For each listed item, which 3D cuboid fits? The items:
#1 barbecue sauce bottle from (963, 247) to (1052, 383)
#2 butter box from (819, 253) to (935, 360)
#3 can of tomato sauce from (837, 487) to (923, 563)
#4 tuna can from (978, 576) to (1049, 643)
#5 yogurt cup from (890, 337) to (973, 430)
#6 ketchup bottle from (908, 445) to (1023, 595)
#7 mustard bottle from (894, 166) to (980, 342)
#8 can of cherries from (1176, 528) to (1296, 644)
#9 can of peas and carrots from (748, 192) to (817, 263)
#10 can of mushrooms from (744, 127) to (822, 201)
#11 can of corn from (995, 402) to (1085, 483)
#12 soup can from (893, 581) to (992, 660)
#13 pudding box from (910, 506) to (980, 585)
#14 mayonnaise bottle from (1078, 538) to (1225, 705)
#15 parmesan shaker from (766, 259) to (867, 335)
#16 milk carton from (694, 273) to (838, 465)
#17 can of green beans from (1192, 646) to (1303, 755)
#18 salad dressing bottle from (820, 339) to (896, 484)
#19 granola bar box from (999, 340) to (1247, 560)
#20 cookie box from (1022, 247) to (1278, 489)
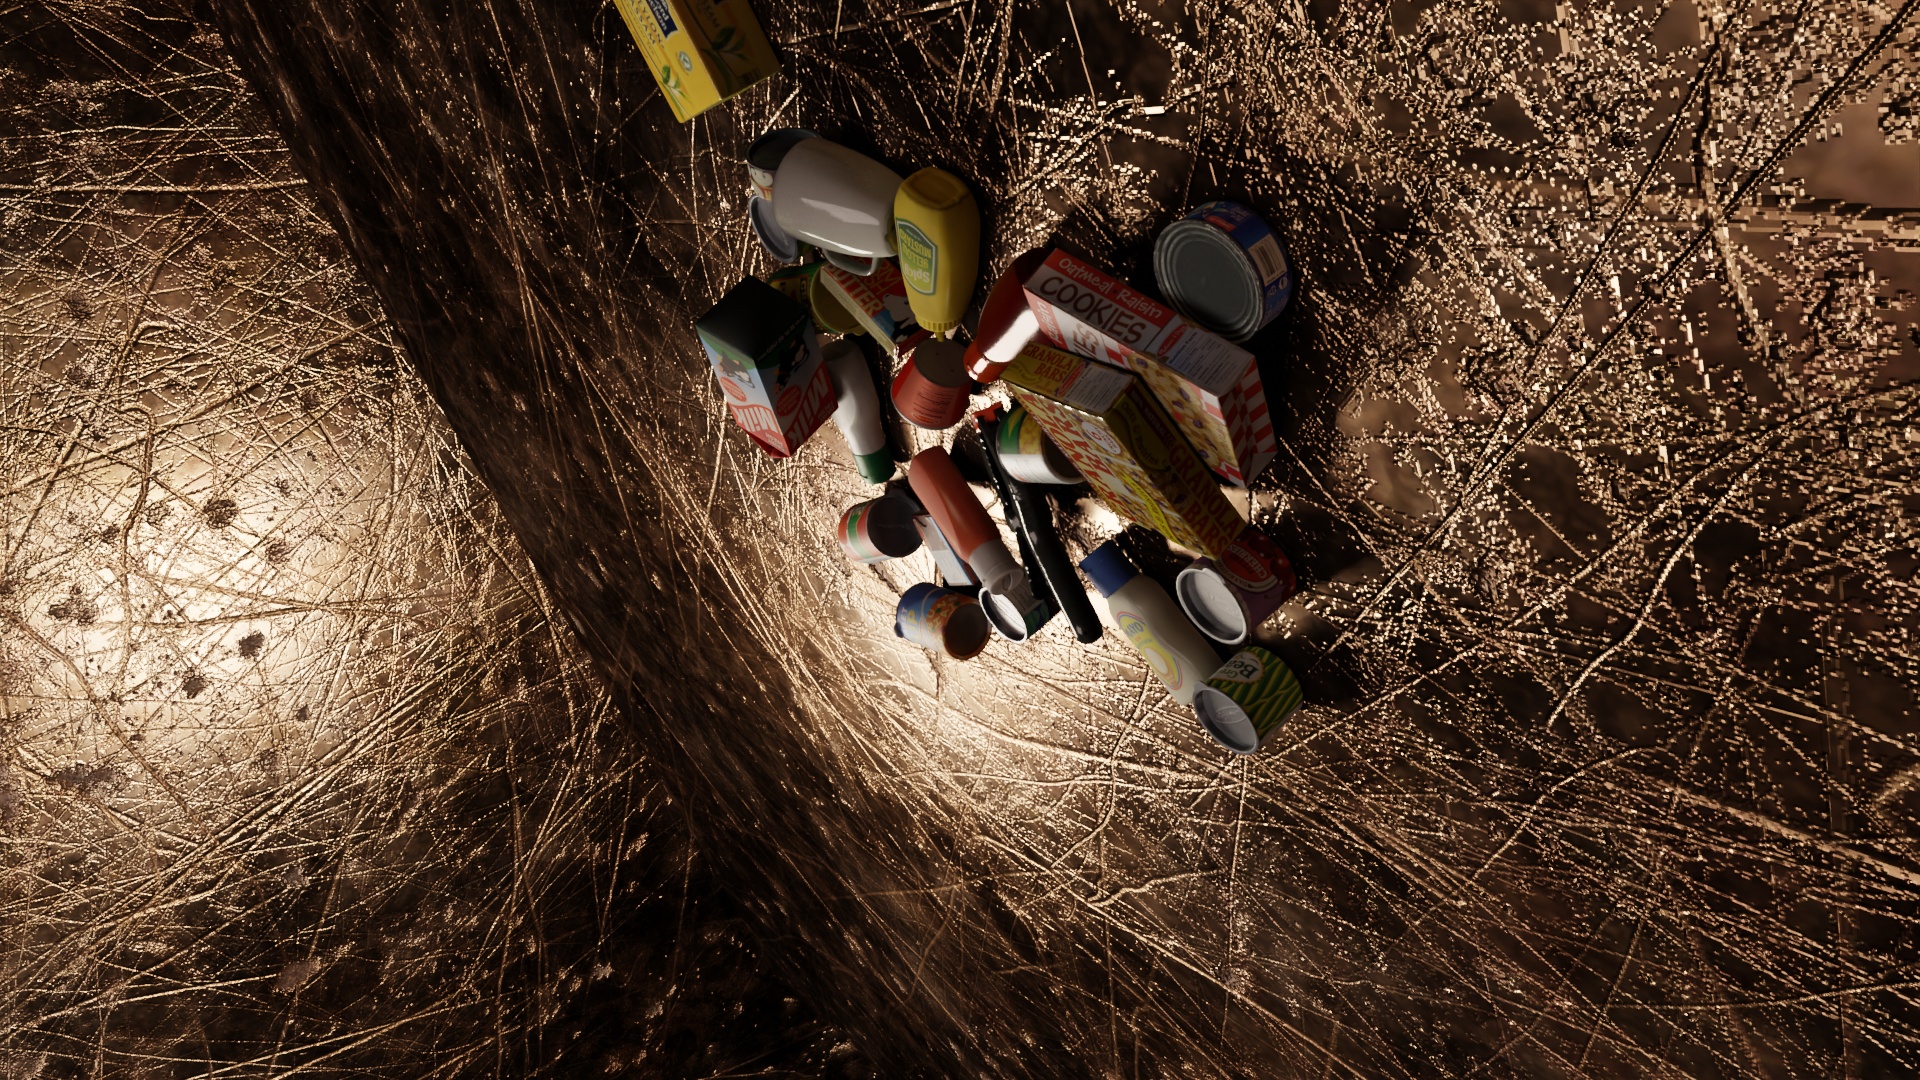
[{"bbox_3d":[0.042,-0.163,1.059,0.065,0.044,0.148,53,155,2],"label":"barbecue sauce bottle"},{"bbox_3d":[-0.068,-0.206,1.179,0.103,0.053,0.024,47,156,14],"label":"butter box"},{"bbox_3d":[-0.082,-0.013,1.430,0.071,0.071,0.083,58,155,-9],"label":"can of tomato sauce"},{"bbox_3d":[0.052,0.065,1.339,0.071,0.033,0.070,39,151,27],"label":"tuna can"},{"bbox_3d":[-0.020,-0.135,1.177,0.072,0.073,0.053,47,146,13],"label":"yogurt cup"},{"bbox_3d":[0.005,-0.016,1.266,0.149,0.043,0.064,56,165,29],"label":"ketchup bottle"},{"bbox_3d":[-0.017,-0.212,1.090,0.065,0.049,0.159,40,151,29],"label":"mustard bottle"},{"bbox_3d":[0.202,0.031,1.014,0.071,0.058,0.071,40,152,28],"label":"can of cherries"},{"bbox_3d":[-0.139,-0.282,1.198,0.071,0.059,0.070,38,150,27],"label":"can of peas and carrots"},{"bbox_3d":[-0.144,-0.312,1.157,0.071,0.071,0.033,35,149,33],"label":"can of mushrooms"},{"bbox_3d":[0.072,-0.080,1.090,0.058,0.071,0.071,6,127,56],"label":"can of corn"},{"bbox_3d":[-0.019,0.085,1.439,0.084,0.071,0.071,16,136,51],"label":"soup can"},{"bbox_3d":[-0.009,0.003,1.368,0.083,0.030,0.049,60,155,-12],"label":"pudding box"},{"bbox_3d":[0.157,0.067,1.153,0.148,0.041,0.064,51,156,6],"label":"mayonnaise bottle"},{"bbox_3d":[-0.127,-0.215,1.251,0.103,0.071,0.071,7,129,57],"label":"parmesan shaker"},{"bbox_3d":[-0.169,-0.145,1.270,0.073,0.072,0.189,32,159,23],"label":"milk carton"},{"bbox_3d":[0.226,0.125,1.091,0.071,0.058,0.071,39,151,27],"label":"can of green beans"},{"bbox_3d":[-0.100,-0.123,1.351,0.064,0.044,0.147,25,144,44],"label":"salad dressing bottle"},{"bbox_3d":[0.115,-0.063,0.984,0.165,0.039,0.124,46,171,-36],"label":"granola bar box"},{"bbox_3d":[0.127,-0.115,0.932,0.168,0.040,0.122,36,171,31],"label":"cookie box"}]
